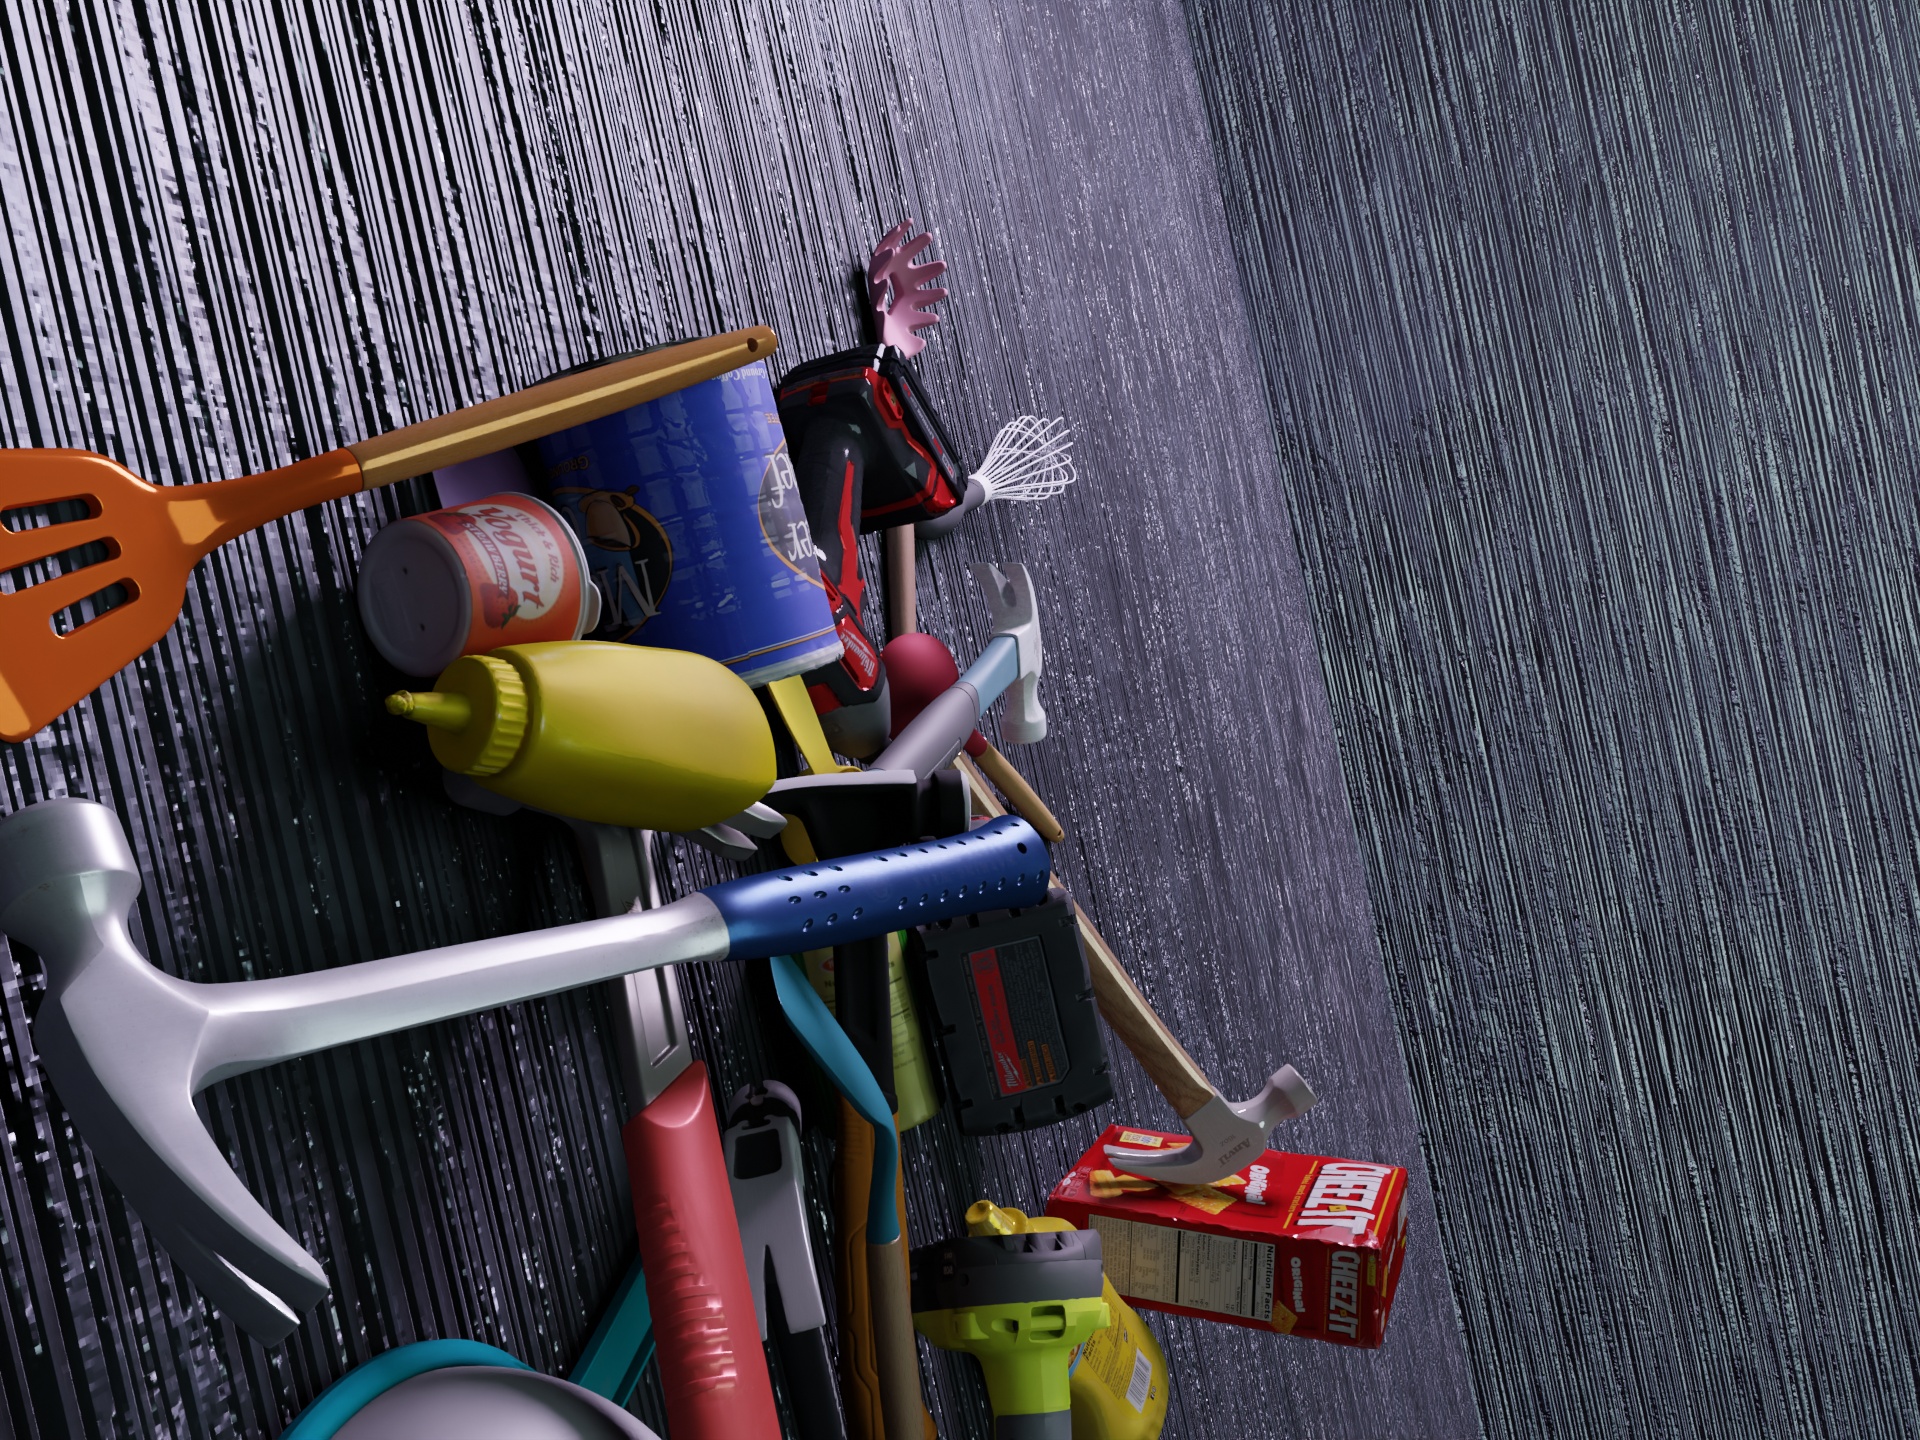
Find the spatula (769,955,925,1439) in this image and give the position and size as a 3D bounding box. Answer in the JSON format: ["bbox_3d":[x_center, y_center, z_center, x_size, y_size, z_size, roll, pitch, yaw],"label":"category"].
[{"bbox_3d":[-0.042,0.249,0.696,0.082,0.044,0.317,-129,-148,-74],"label":"spatula"}]

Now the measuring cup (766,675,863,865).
[{"bbox_3d":[-0.083,0.013,0.786,0.062,0.029,0.156,-57,140,-40],"label":"measuring cup"}]

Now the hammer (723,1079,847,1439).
[{"bbox_3d":[-0.051,0.331,0.666,0.146,0.035,0.334,-121,-160,-76],"label":"hammer"}]

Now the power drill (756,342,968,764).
[{"bbox_3d":[-0.062,-0.088,0.864,0.143,0.078,0.220,58,32,-42],"label":"power drill"}]

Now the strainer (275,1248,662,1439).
[{"bbox_3d":[-0.108,0.261,0.519,0.340,0.095,0.210,-64,138,-61],"label":"strainer"}]

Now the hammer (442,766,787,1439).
[{"bbox_3d":[-0.085,0.159,0.528,0.149,0.036,0.359,23,36,-44],"label":"hammer"}]

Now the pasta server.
[{"bbox_3d":[-0.035,-0.180,1.030,0.060,0.040,0.316,23,58,-51],"label":"pasta server"}]

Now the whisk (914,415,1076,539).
[{"bbox_3d":[0.021,-0.174,1.155,0.284,0.070,0.070,-42,118,-61],"label":"whisk"}]

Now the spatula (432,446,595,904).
[{"bbox_3d":[-0.151,0.032,0.645,0.060,0.018,0.316,-31,108,-63],"label":"spatula"}]

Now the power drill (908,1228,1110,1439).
[{"bbox_3d":[0.023,0.369,0.771,0.171,0.080,0.223,129,-40,-62],"label":"power drill"}]

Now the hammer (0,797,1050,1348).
[{"bbox_3d":[-0.091,0.077,0.537,0.405,0.035,0.144,-4,57,-54],"label":"hammer"}]

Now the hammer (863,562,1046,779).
[{"bbox_3d":[-0.001,-0.003,0.891,0.331,0.033,0.128,-50,138,-66],"label":"hammer"}]

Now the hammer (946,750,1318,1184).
[{"bbox_3d":[0.082,0.157,1.004,0.331,0.130,0.031,52,-2,-9],"label":"hammer"}]

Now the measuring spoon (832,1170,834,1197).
[{"bbox_3d":[-0.040,0.214,0.835,0.124,0.018,0.034,-64,138,-59],"label":"measuring spoon"}]

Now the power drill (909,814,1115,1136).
[{"bbox_3d":[0.022,0.156,0.868,0.227,0.080,0.188,-145,-138,-84],"label":"power drill"}]

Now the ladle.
[{"bbox_3d":[0.018,0.028,1.066,0.069,0.031,0.315,-65,151,-13],"label":"ladle"}]

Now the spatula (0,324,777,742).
[{"bbox_3d":[-0.175,-0.090,0.524,0.322,0.041,0.081,-31,110,-41],"label":"spatula"}]

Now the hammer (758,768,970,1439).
[{"bbox_3d":[-0.051,0.191,0.731,0.034,0.127,0.337,-129,-145,-82],"label":"hammer"}]
